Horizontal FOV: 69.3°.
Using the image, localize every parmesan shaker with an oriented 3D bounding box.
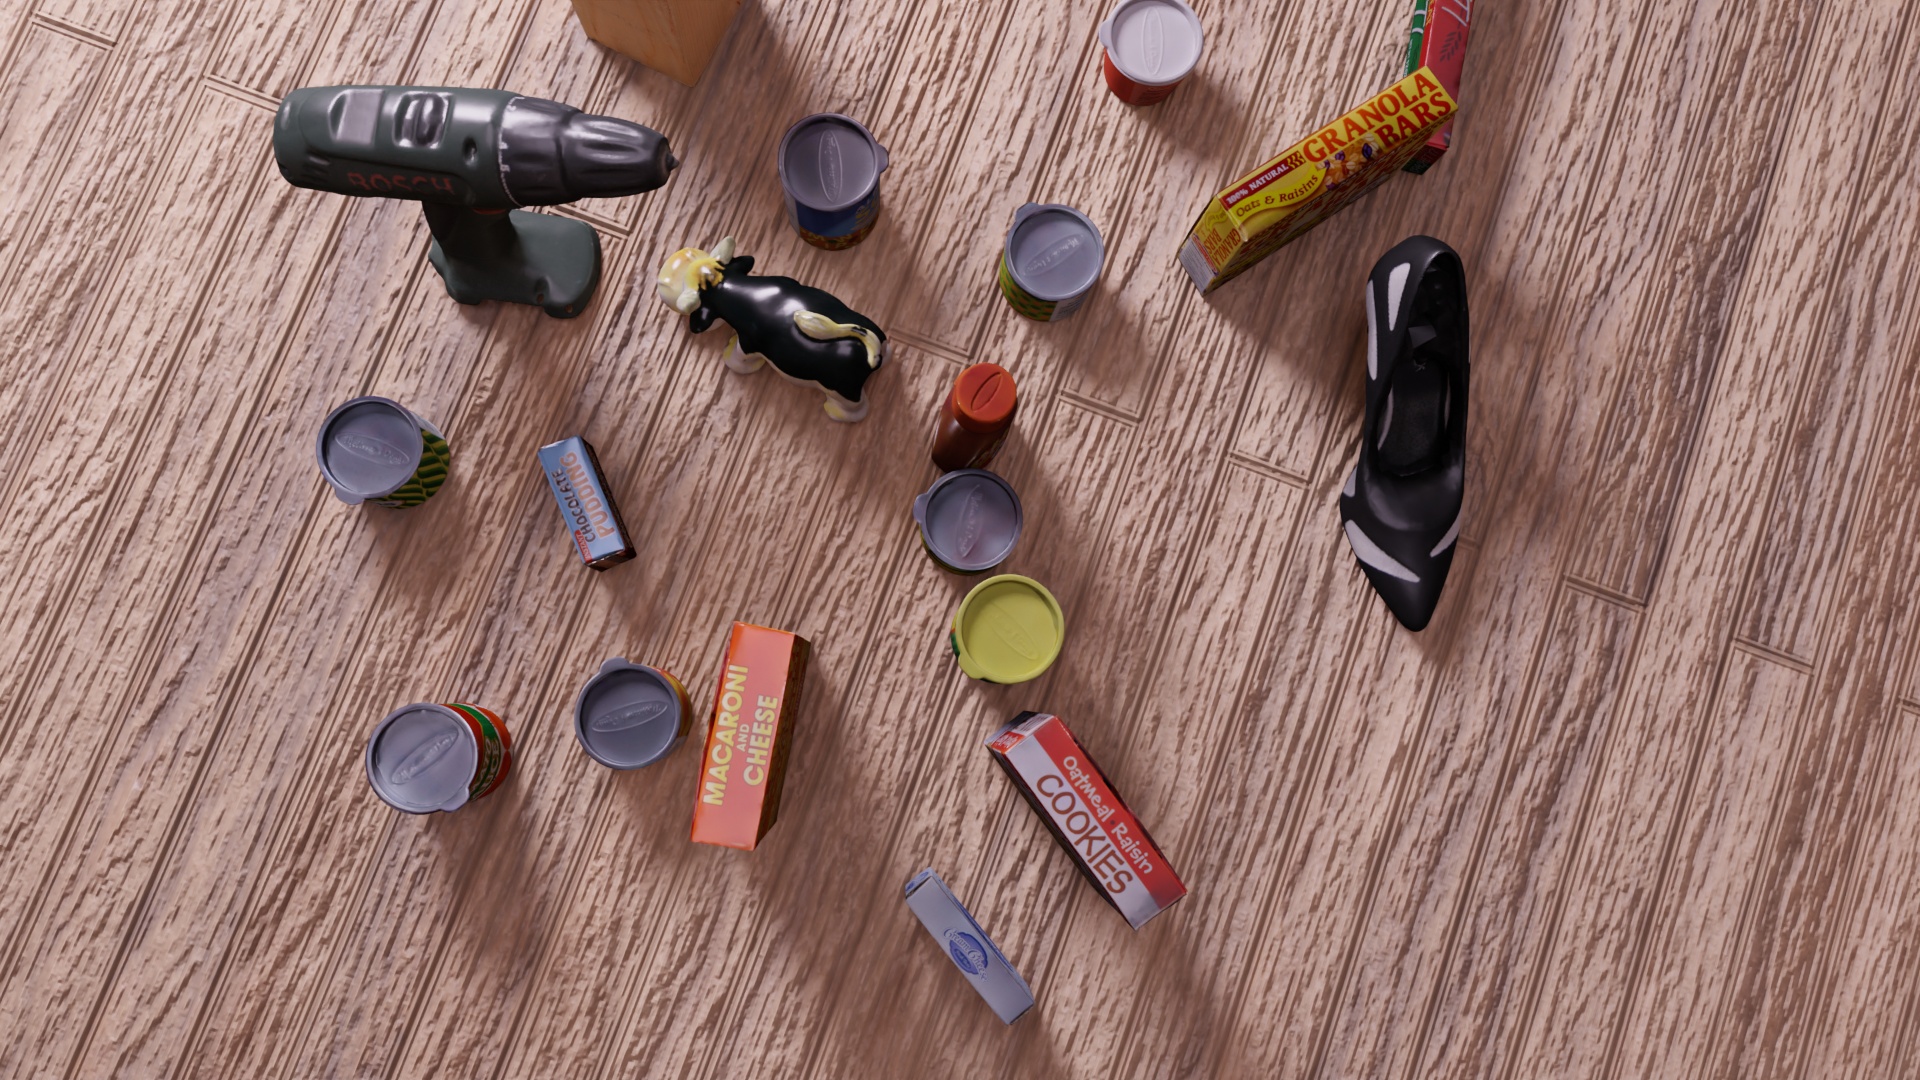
[{"bbox_3d":[0.025,0.061,0.888,0.071,0.103,0.071,0,84,-3],"label":"parmesan shaker"}]

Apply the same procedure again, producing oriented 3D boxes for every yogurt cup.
[{"bbox_3d":[0.130,-0.339,0.966,0.072,0.054,0.072,0,83,-3],"label":"yogurt cup"}]

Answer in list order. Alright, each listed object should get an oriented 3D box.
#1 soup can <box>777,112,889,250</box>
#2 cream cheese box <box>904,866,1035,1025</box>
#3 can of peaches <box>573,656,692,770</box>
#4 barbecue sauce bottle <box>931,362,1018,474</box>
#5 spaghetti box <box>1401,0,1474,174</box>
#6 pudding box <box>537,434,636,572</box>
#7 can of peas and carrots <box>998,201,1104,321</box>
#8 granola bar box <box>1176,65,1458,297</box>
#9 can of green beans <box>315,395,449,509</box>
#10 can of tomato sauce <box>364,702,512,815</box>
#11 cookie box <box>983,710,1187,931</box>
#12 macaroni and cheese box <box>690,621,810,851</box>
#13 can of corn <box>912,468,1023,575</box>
[{"bbox_3d":[-0.083,-0.237,0.927,0.071,0.083,0.071,0,84,-3],"label":"soup can"},{"bbox_3d":[0.004,0.258,0.888,0.024,0.053,0.104,-39,87,-6],"label":"cream cheese box"},{"bbox_3d":[-0.209,0.110,0.891,0.071,0.058,0.071,0,83,-3],"label":"can of peaches"},{"bbox_3d":[0.011,-0.079,0.881,0.044,0.148,0.065,36,83,1],"label":"barbecue sauce bottle"},{"bbox_3d":[0.345,-0.386,0.986,0.029,0.050,0.250,12,83,-2],"label":"spaghetti box"},{"bbox_3d":[-0.244,-0.024,0.910,0.030,0.049,0.083,-23,85,-5],"label":"pudding box"},{"bbox_3d":[0.059,-0.189,0.942,0.071,0.058,0.071,0,83,-3],"label":"can of peas and carrots"},{"bbox_3d":[0.231,-0.236,0.924,0.166,0.124,0.039,-33,86,-6],"label":"granola bar box"},{"bbox_3d":[-0.374,-0.056,0.902,0.071,0.057,0.071,0,83,-3],"label":"can of green beans"},{"bbox_3d":[-0.322,0.136,0.869,0.071,0.083,0.071,0,84,-3],"label":"can of tomato sauce"},{"bbox_3d":[0.071,0.163,0.845,0.040,0.167,0.123,-37,87,-6],"label":"cookie box"},{"bbox_3d":[-0.125,0.116,0.841,0.040,0.166,0.124,10,83,-2],"label":"macaroni and cheese box"},{"bbox_3d":[0.003,-0.012,0.918,0.071,0.058,0.071,0,83,-3],"label":"can of corn"}]
